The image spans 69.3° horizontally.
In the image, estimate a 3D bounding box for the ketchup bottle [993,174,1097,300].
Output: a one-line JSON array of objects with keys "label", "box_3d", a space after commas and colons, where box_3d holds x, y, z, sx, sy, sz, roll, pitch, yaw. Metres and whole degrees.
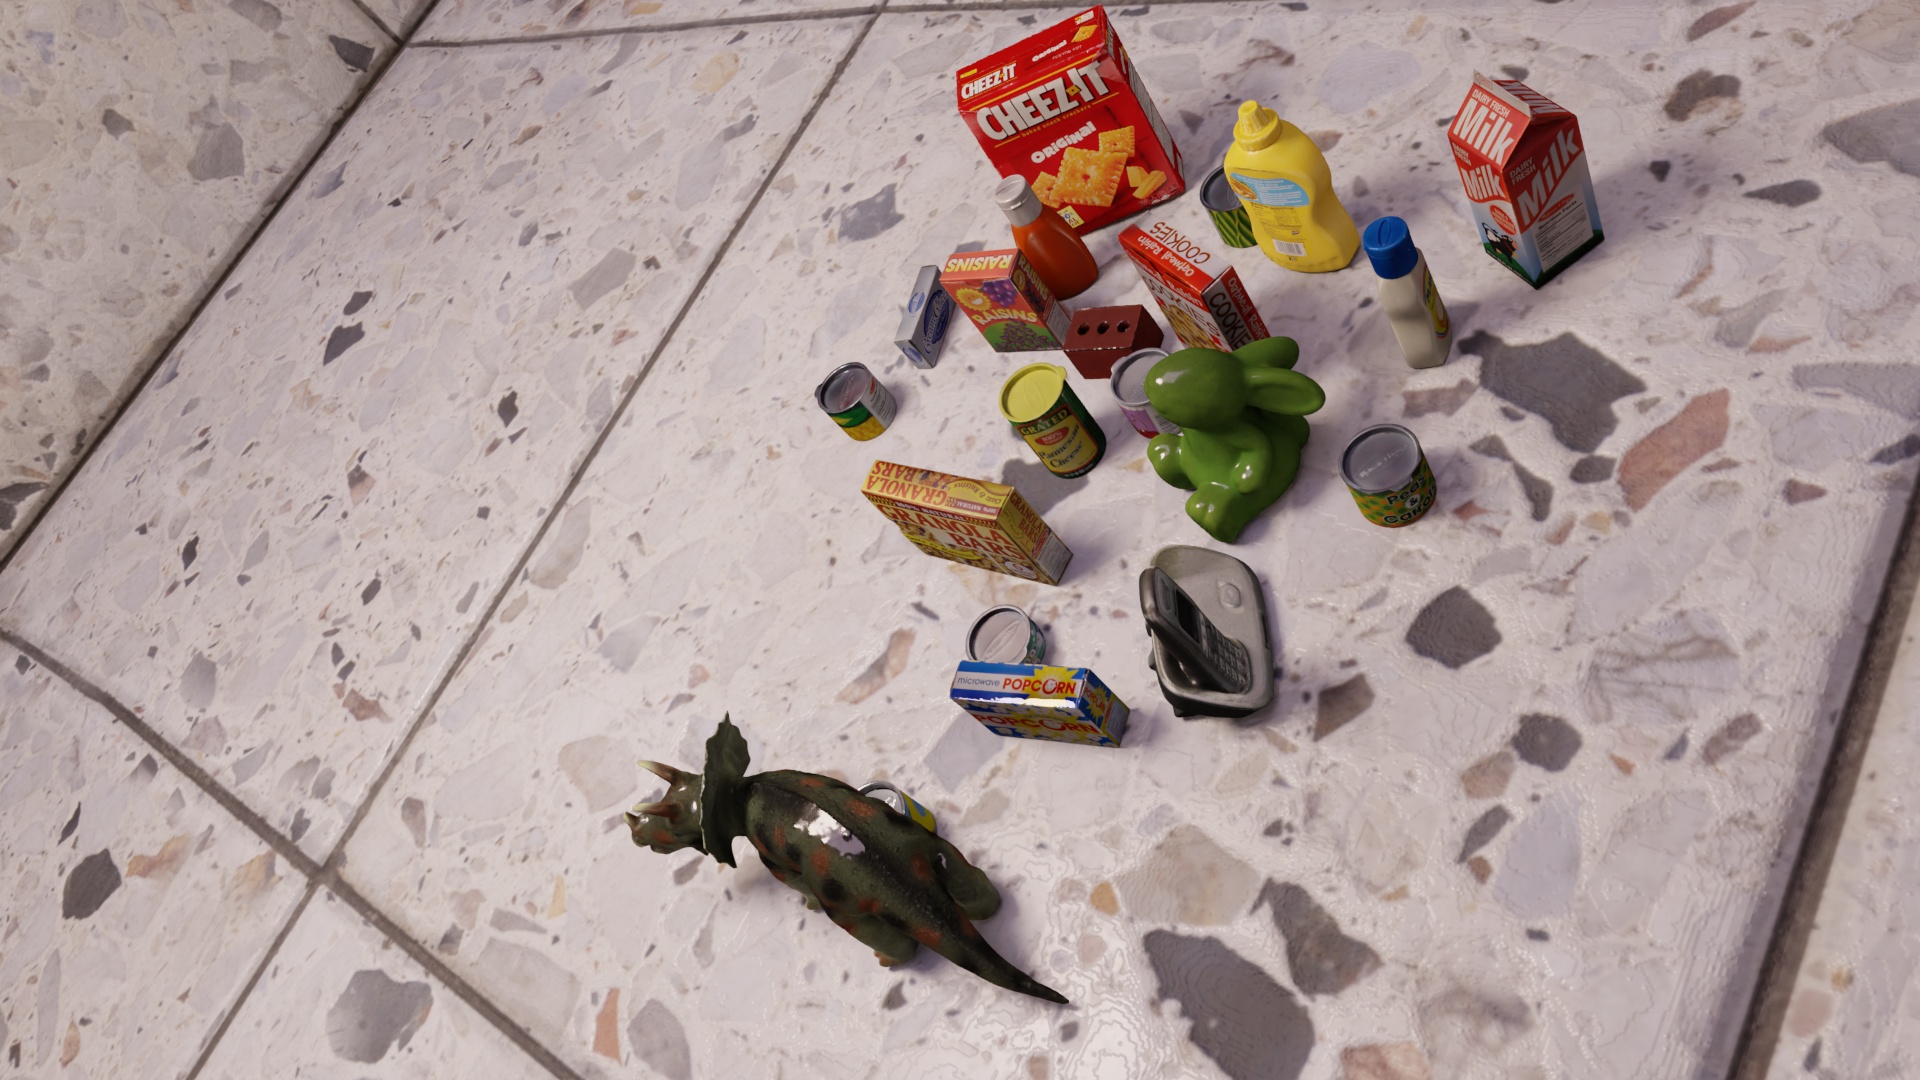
[{"label": "ketchup bottle", "box_3d": [0.084, -0.310, 1.418, 0.064, 0.148, 0.044, -24, 50, 18]}]

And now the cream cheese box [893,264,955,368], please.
[{"label": "cream cheese box", "box_3d": [-0.036, -0.244, 1.517, 0.024, 0.053, 0.104, 0, 60, 34]}]

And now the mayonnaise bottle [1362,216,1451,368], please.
[{"label": "mayonnaise bottle", "box_3d": [0.373, -0.209, 1.160, 0.041, 0.147, 0.065, -4, 58, 32]}]

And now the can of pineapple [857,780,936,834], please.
[{"label": "can of pineapple", "box_3d": [-0.061, 0.248, 1.191, 0.071, 0.057, 0.071, -17, 52, 23]}]

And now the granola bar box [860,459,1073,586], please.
[{"label": "granola bar box", "box_3d": [0.005, -0.016, 1.285, 0.165, 0.124, 0.039, 13, 68, 39]}]

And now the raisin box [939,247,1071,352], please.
[{"label": "raisin box", "box_3d": [0.047, -0.242, 1.413, 0.086, 0.123, 0.040, 4, 63, 35]}]

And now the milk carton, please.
[{"label": "milk carton", "box_3d": [0.461, -0.303, 1.138, 0.073, 0.190, 0.072, -37, 47, 7]}]

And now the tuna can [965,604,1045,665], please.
[{"label": "tuna can", "box_3d": [0.042, 0.095, 1.247, 0.071, 0.032, 0.071, -17, 52, 23]}]

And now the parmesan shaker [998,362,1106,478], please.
[{"label": "parmesan shaker", "box_3d": [0.091, -0.113, 1.310, 0.071, 0.103, 0.071, -17, 52, 23]}]

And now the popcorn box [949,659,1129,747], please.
[{"label": "popcorn box", "box_3d": [0.066, 0.137, 1.167, 0.126, 0.085, 0.038, 0, 61, 33]}]

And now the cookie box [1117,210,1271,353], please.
[{"label": "cookie box", "box_3d": [0.220, -0.207, 1.246, 0.040, 0.167, 0.123, -44, 46, 1]}]

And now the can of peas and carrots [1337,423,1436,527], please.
[{"label": "can of peas and carrots", "box_3d": [0.349, -0.051, 1.128, 0.071, 0.058, 0.071, -17, 52, 23]}]

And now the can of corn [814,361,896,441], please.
[{"label": "can of corn", "box_3d": [-0.113, -0.149, 1.499, 0.071, 0.058, 0.071, -17, 52, 23]}]

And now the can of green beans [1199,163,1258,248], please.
[{"label": "can of green beans", "box_3d": [0.277, -0.331, 1.369, 0.071, 0.057, 0.071, -17, 52, 23]}]

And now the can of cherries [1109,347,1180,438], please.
[{"label": "can of cherries", "box_3d": [0.180, -0.138, 1.299, 0.071, 0.058, 0.072, -17, 52, 23]}]
